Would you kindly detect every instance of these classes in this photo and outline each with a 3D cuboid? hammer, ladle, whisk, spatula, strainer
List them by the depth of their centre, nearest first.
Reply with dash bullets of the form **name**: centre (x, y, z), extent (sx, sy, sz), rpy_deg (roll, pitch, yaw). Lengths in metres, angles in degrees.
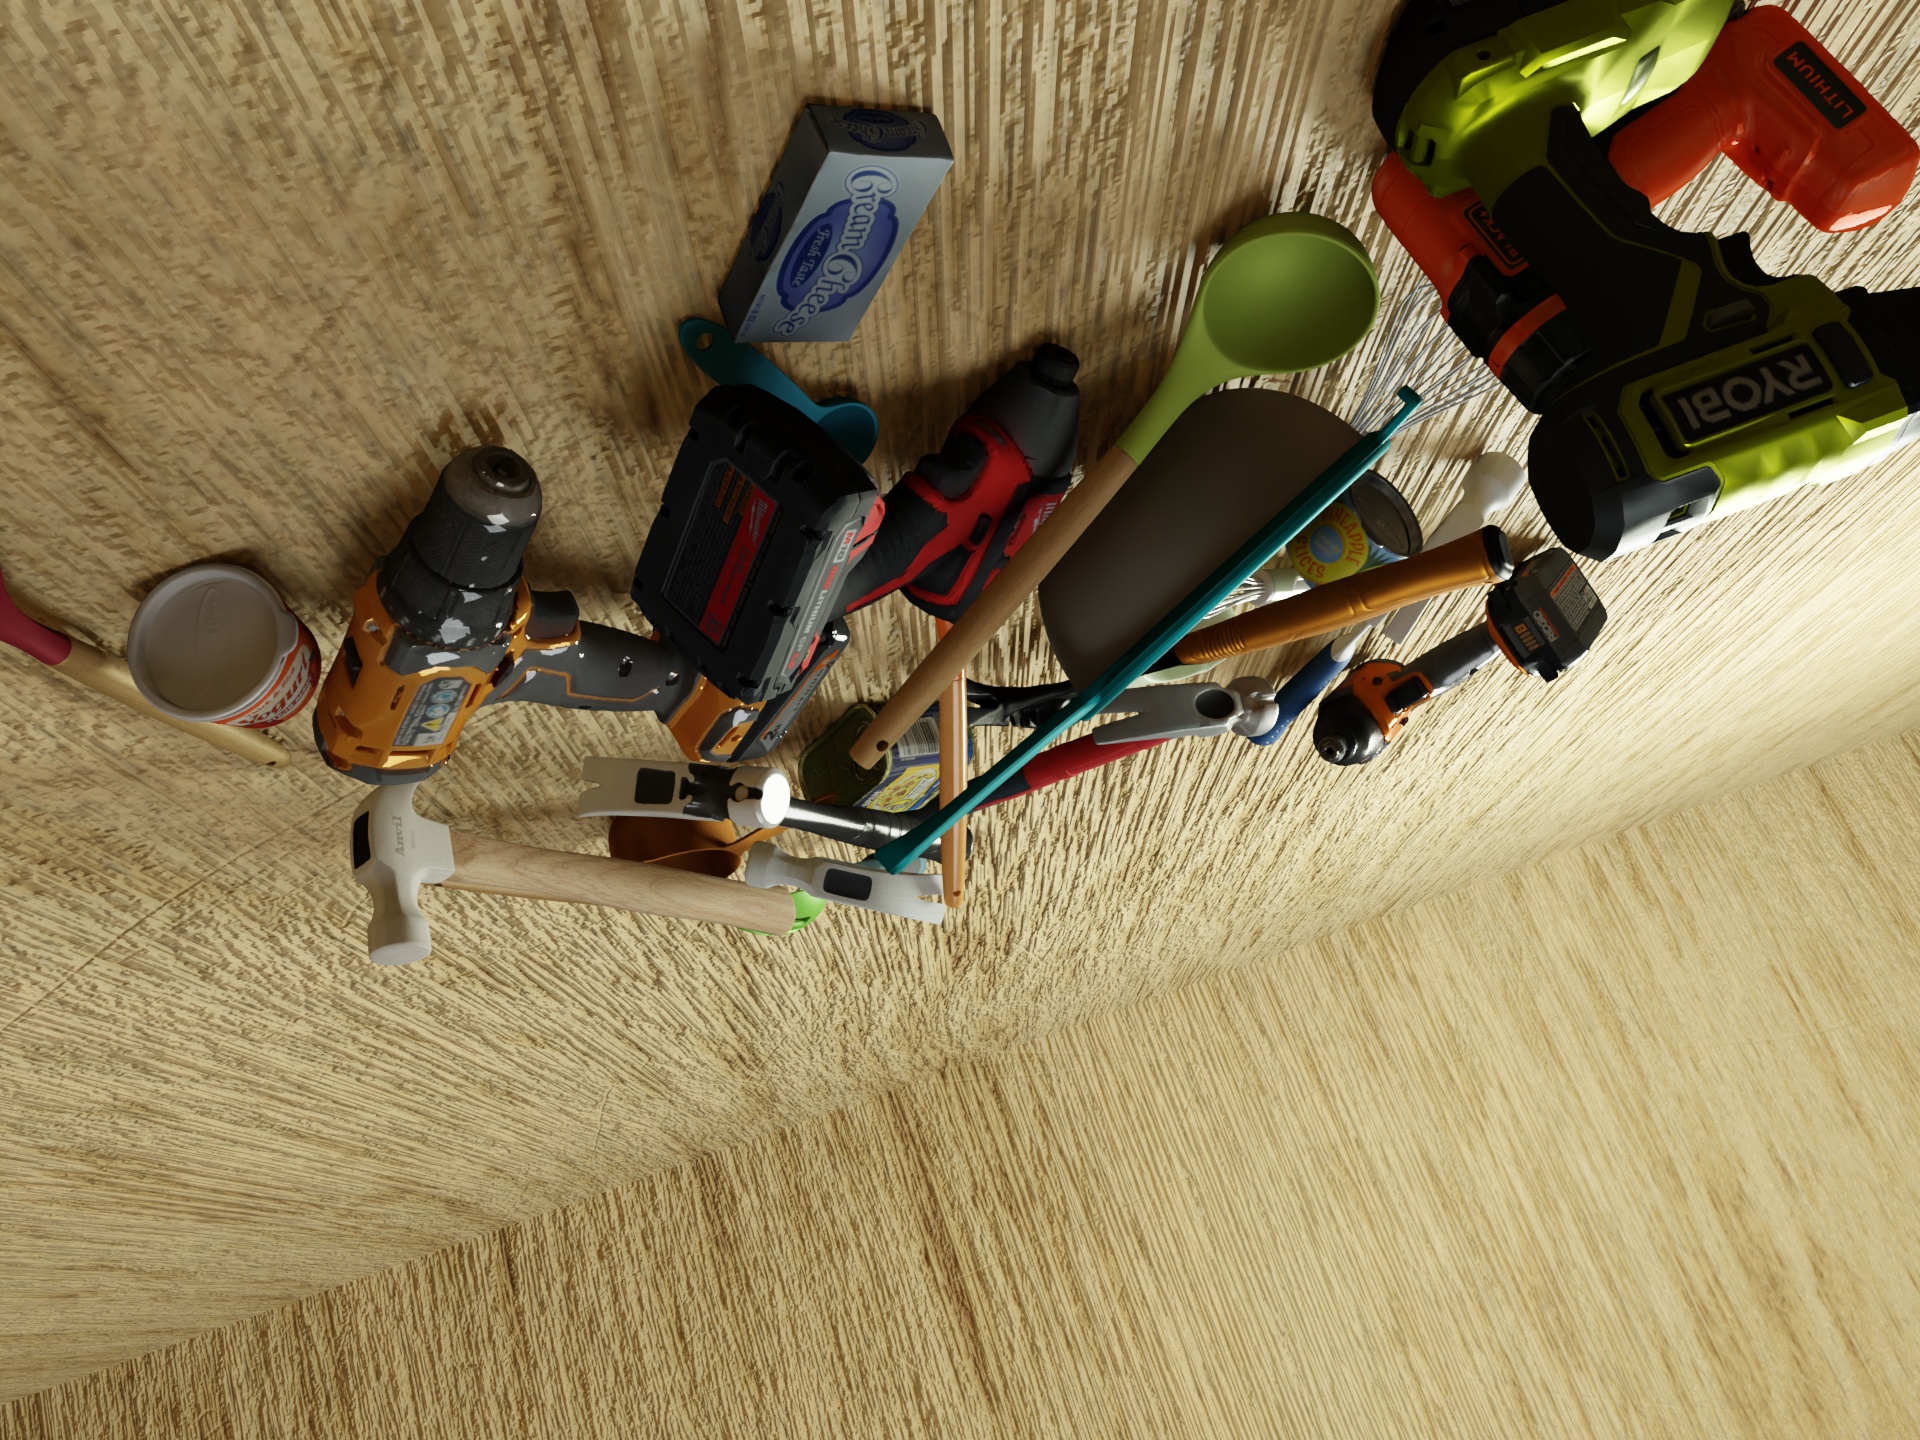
- **ladle**: centre (-0.377, -0.023, 0.689), extent (0.069, 0.031, 0.315), rpy_deg (-20, 162, 1)
- **ladle**: centre (0.062, -0.095, 0.714), extent (0.078, 0.062, 0.320), rpy_deg (38, 96, -33)
- **strainer**: centre (0.064, -0.063, 0.798), extent (0.340, 0.095, 0.211), rpy_deg (-40, 177, -18)
- **whisk**: centre (0.230, -0.164, 0.870), extent (0.070, 0.070, 0.284), rpy_deg (-13, 164, -19)
- **spatula**: centre (-0.002, -0.003, 0.952), extent (0.081, 0.041, 0.322), rpy_deg (-14, 129, -18)
- **hammer**: centre (0.160, -0.051, 0.955), extent (0.337, 0.034, 0.127), rpy_deg (-18, 169, 32)
- **hammer**: centre (-0.219, 0.095, 0.966), extent (0.031, 0.130, 0.331), rpy_deg (-30, 152, 27)
- **hammer**: centre (-0.089, 0.061, 0.985), extent (0.146, 0.035, 0.334), rpy_deg (2, 172, 29)
- **whisk**: centre (0.193, -0.087, 1.052), extent (0.246, 0.059, 0.057), rpy_deg (-7, 116, -44)
- **hammer**: centre (0.040, 0.038, 1.116), extent (0.143, 0.038, 0.386), rpy_deg (-5, 168, -34)
- **hammer**: centre (-0.063, 0.111, 1.174), extent (0.128, 0.033, 0.331), rpy_deg (12, 179, 5)
- **hammer**: centre (0.285, -0.055, 1.184), extent (0.144, 0.035, 0.405), rpy_deg (-49, 174, -19)

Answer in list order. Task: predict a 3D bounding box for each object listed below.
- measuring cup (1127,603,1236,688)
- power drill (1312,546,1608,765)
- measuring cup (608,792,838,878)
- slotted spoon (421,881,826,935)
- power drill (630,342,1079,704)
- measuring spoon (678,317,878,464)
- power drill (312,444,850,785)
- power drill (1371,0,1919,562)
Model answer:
- **measuring cup**: centre (0.115, -0.042, 1.110), extent (0.167, 0.038, 0.083), rpy_deg (-24, 160, 16)
- **power drill**: centre (0.382, -0.038, 1.258), extent (0.226, 0.084, 0.164), rpy_deg (-34, 180, 36)
- **measuring cup**: centre (-0.164, 0.067, 1.093), extent (0.173, 0.052, 0.095), rpy_deg (-26, 157, 16)
- **slotted spoon**: centre (-0.217, 0.118, 1.068), extent (0.313, 0.031, 0.070), rpy_deg (13, 147, -41)
- **power drill**: centre (-0.028, -0.095, 0.699), extent (0.219, 0.079, 0.143), rpy_deg (-23, 148, -51)
- **measuring spoon**: centre (-0.081, -0.142, 0.682), extent (0.042, 0.021, 0.128), rpy_deg (-48, 145, 8)
- **power drill**: centre (-0.164, -0.048, 0.734), extent (0.226, 0.084, 0.185), rpy_deg (-3, 144, -40)
- **power drill**: centre (0.265, -0.185, 0.590), extent (0.171, 0.223, 0.080), rpy_deg (-20, 161, 0)
